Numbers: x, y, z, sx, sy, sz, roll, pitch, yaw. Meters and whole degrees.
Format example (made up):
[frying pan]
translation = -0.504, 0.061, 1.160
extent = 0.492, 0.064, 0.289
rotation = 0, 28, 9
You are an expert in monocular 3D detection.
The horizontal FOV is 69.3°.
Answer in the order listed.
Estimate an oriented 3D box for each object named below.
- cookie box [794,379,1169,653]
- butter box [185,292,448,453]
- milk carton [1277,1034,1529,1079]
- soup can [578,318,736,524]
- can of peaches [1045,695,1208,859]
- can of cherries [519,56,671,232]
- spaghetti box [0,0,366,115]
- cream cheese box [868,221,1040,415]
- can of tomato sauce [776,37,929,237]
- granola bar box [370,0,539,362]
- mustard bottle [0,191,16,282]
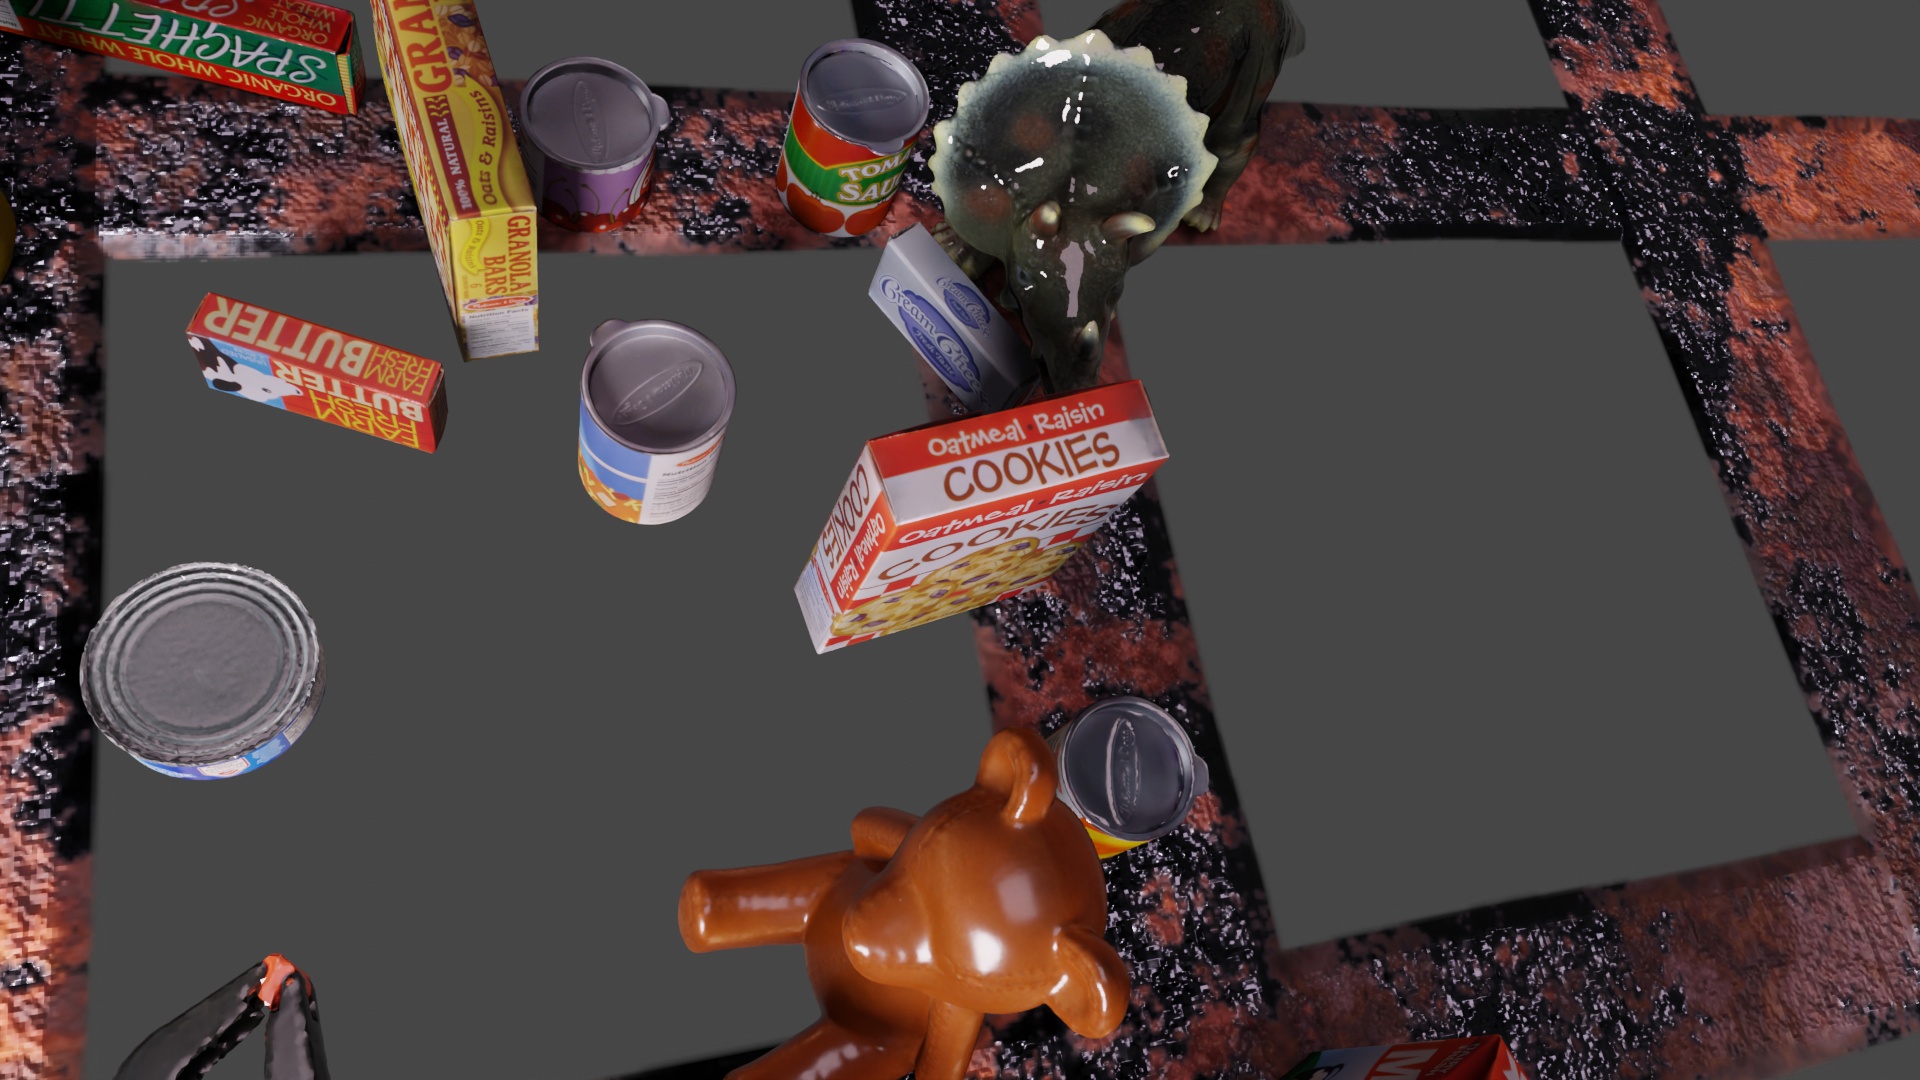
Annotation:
[cookie box]
translation = 0.002, -0.008, 0.615
extent = 0.123, 0.166, 0.040
rotation = -15, 74, -22
[butter box]
translation = -0.283, -0.073, 0.620
extent = 0.103, 0.053, 0.024
rotation = 17, 65, -10
[milk carton]
translation = 0.179, 0.249, 0.549
extent = 0.074, 0.189, 0.072
rotation = -27, 78, -24
[soup can]
translation = -0.143, -0.054, 0.637
extent = 0.071, 0.083, 0.071
rotation = 6, 67, -14
[can of peaches]
translation = 0.071, 0.112, 0.647
extent = 0.071, 0.057, 0.071
rotation = 6, 67, -14
[can of cherries]
translation = -0.184, -0.197, 0.698
extent = 0.071, 0.058, 0.072
rotation = 6, 67, -14
[spaghetti box]
translation = -0.415, -0.257, 0.658
extent = 0.250, 0.050, 0.029
rotation = 11, 66, -12
[cream cheese box]
translation = -0.003, -0.109, 0.719
extent = 0.024, 0.053, 0.104
rotation = -37, 82, -26
[can of tomato sauce]
translation = -0.057, -0.207, 0.727
extent = 0.071, 0.082, 0.071
rotation = 6, 67, -14
[granola bar box]
translation = -0.235, -0.184, 0.641
extent = 0.039, 0.123, 0.166
rotation = -14, 73, -22
[mustard bottle]
translation = -0.430, -0.152, 0.548
extent = 0.065, 0.159, 0.049
rotation = 10, 66, -13
